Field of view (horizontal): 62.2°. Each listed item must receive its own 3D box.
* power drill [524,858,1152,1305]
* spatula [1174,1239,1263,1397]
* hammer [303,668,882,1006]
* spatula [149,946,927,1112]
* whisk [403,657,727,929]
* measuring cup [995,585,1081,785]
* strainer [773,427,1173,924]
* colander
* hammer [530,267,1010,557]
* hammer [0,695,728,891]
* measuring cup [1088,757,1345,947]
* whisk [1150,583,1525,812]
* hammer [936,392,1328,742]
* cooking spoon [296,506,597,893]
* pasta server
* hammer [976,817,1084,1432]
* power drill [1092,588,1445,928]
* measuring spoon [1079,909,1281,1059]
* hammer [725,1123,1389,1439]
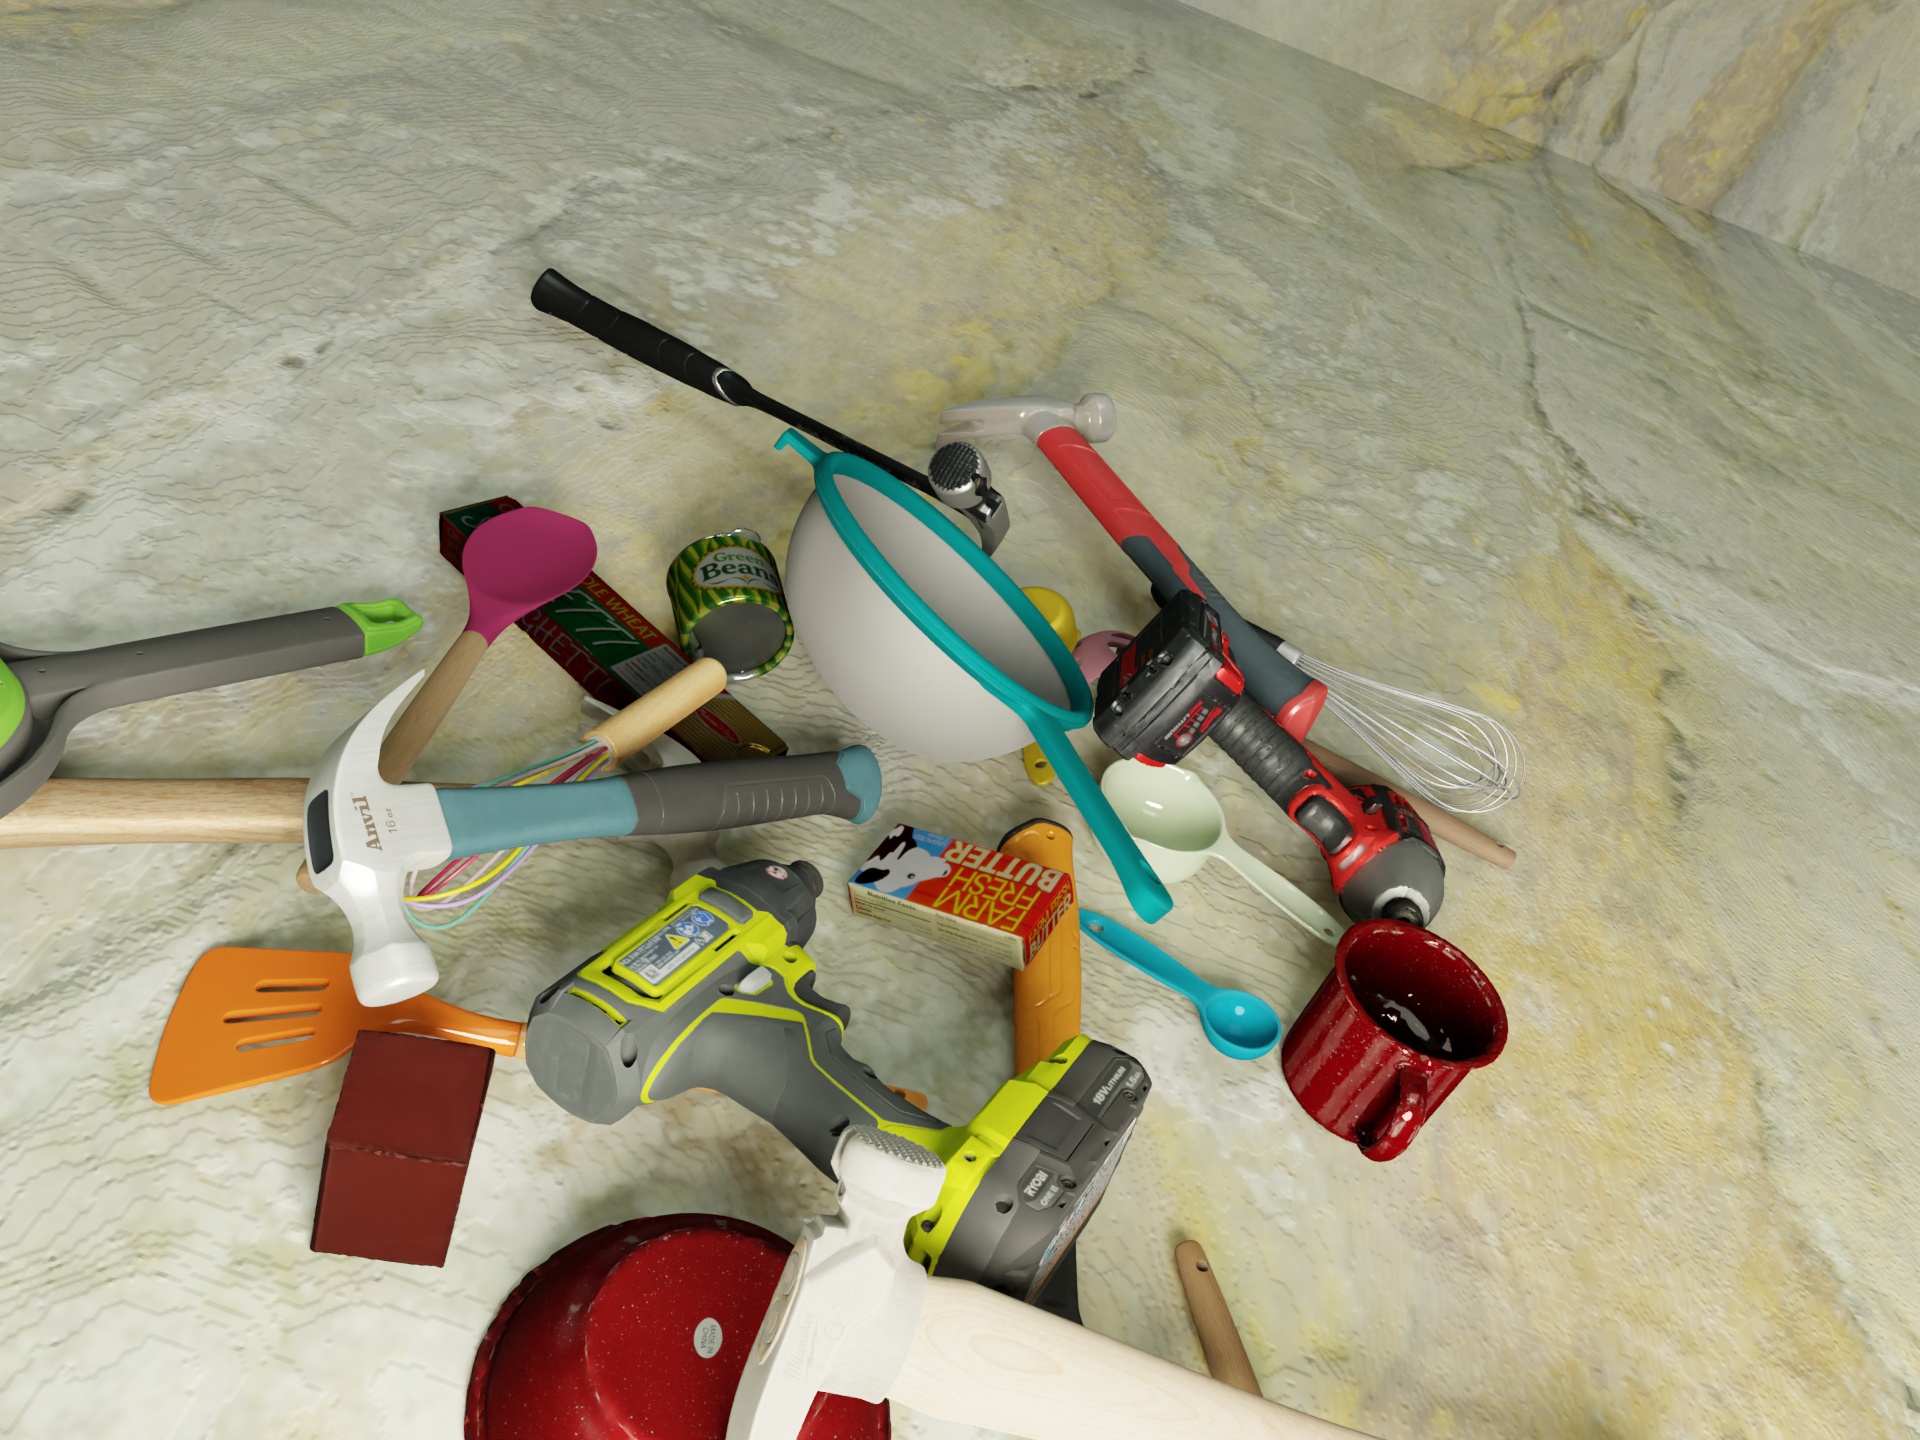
[{"bbox_3d":[-0.043,0.142,0.667,0.223,0.080,0.171,28,33,17],"label":"power drill"},{"bbox_3d":[0.143,0.336,0.601,0.082,0.044,0.318,5,40,-23],"label":"spatula"},{"bbox_3d":[-0.146,0.039,0.729,0.331,0.033,0.128,-4,67,-55],"label":"hammer"},{"bbox_3d":[-0.169,0.147,0.689,0.322,0.041,0.081,14,38,-17],"label":"spatula"},{"bbox_3d":[-0.182,0.026,0.756,0.245,0.047,0.051,-43,111,-53],"label":"whisk"},{"bbox_3d":[0.046,-0.026,0.979,0.062,0.029,0.157,-6,45,5],"label":"measuring cup"},{"bbox_3d":[-0.001,-0.003,0.869,0.210,0.095,0.341,25,27,-50],"label":"strainer"},{"bbox_3d":[-0.425,-0.042,0.698,0.397,0.094,0.205,-18,39,-43],"label":"colander"},{"bbox_3d":[-0.137,-0.218,1.085,0.409,0.036,0.149,30,-7,21],"label":"hammer"},{"bbox_3d":[-0.277,0.040,0.753,0.331,0.031,0.130,1,43,-24],"label":"hammer"},{"bbox_3d":[0.145,0.086,0.903,0.168,0.038,0.083,37,40,14],"label":"measuring cup"},{"bbox_3d":[0.248,-0.024,1.072,0.285,0.070,0.070,33,39,21],"label":"whisk"},{"bbox_3d":[0.117,-0.116,1.087,0.143,0.038,0.387,-9,43,-23],"label":"hammer"},{"bbox_3d":[-0.255,-0.025,0.800,0.068,0.017,0.319,18,37,-4],"label":"cooking spoon"},{"bbox_3d":[0.210,0.021,1.021,0.316,0.040,0.060,28,38,0],"label":"pasta server"},{"bbox_3d":[0.049,0.173,0.754,0.127,0.034,0.337,14,39,-10],"label":"hammer"},{"bbox_3d":[0.181,0.034,0.893,0.219,0.078,0.143,40,19,-7],"label":"power drill"},{"bbox_3d":[0.110,0.141,0.842,0.129,0.021,0.042,32,39,26],"label":"measuring spoon"},{"bbox_3d":[0.117,0.277,0.578,0.410,0.146,0.038,23,-5,-16],"label":"hammer"}]
